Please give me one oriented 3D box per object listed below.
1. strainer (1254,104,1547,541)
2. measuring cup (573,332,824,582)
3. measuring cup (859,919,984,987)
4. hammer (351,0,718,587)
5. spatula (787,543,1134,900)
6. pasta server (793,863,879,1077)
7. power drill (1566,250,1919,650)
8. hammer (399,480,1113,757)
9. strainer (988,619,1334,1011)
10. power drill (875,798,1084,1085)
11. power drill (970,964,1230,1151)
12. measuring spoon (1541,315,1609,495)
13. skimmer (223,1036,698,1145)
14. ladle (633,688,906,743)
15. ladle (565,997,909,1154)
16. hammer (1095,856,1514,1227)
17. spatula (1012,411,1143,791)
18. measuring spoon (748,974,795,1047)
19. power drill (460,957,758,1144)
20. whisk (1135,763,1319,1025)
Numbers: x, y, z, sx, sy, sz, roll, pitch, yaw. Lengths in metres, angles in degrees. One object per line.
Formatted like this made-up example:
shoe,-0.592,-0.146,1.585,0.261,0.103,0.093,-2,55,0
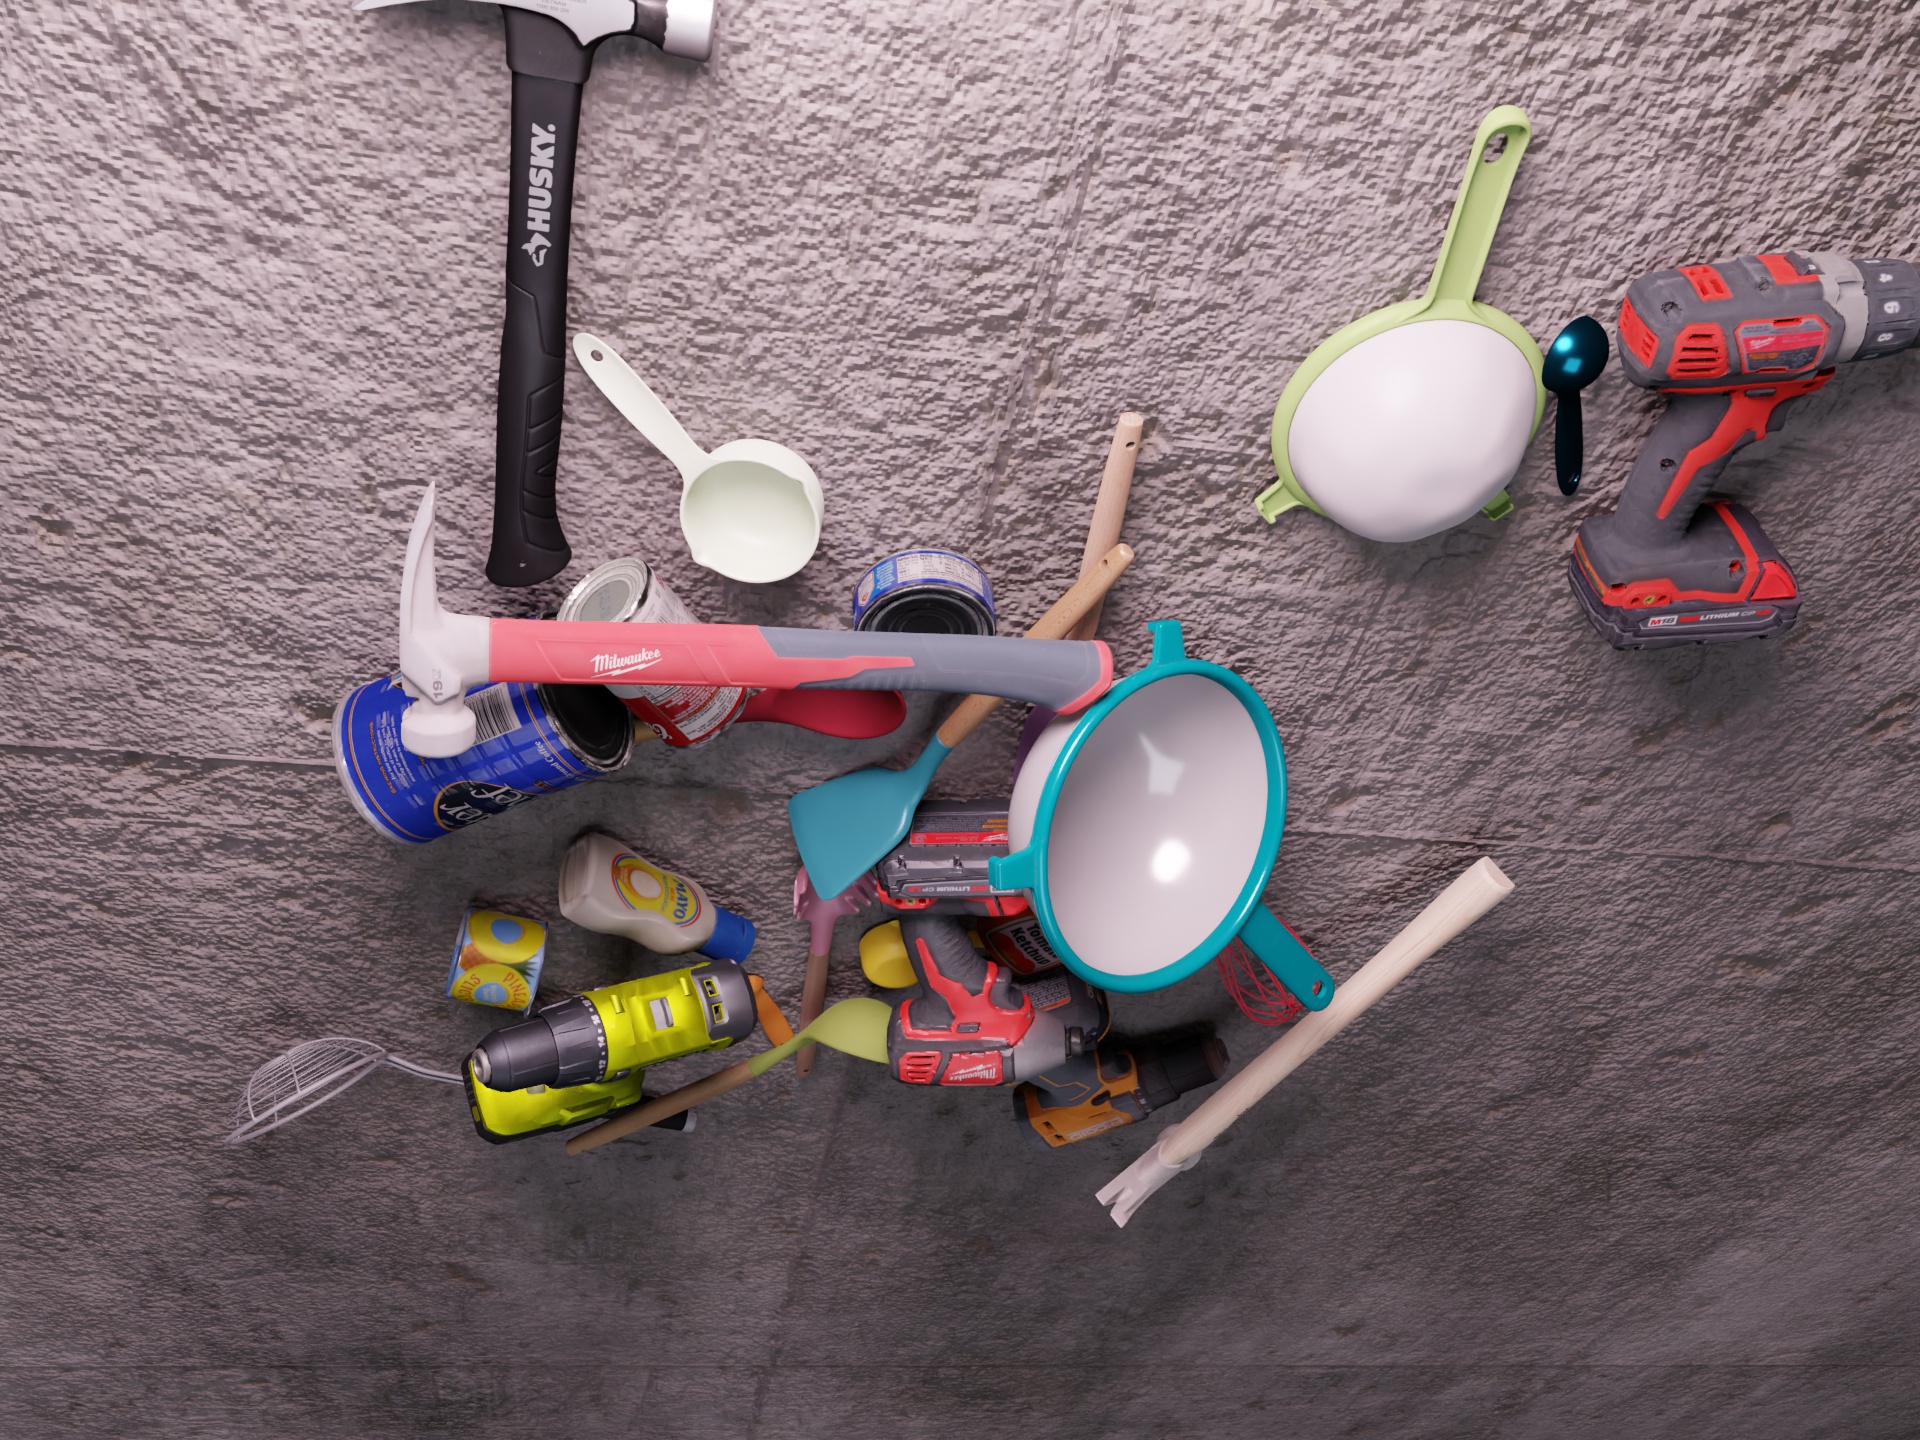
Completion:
strainer,0.251,-0.181,0.818,0.151,0.069,0.256,-1,139,-5
measuring cup,-0.140,-0.147,0.848,0.083,0.038,0.167,-32,115,26
measuring cup,0.002,0.177,1.209,0.156,0.029,0.062,-3,137,-4
hammer,-0.210,-0.199,0.764,0.146,0.035,0.334,6,133,-13
spatula,-0.002,-0.003,0.986,0.044,0.082,0.317,6,139,-41
pasta server,-0.108,0.194,1.211,0.060,0.040,0.316,-5,140,-15
power drill,0.441,-0.151,0.870,0.188,0.080,0.226,-5,134,-1
hammer,-0.099,-0.048,0.861,0.386,0.038,0.143,1,118,-17
strainer,0.139,0.094,1.045,0.340,0.095,0.211,44,74,-37
power drill,0.014,0.165,1.113,0.143,0.079,0.219,-1,121,5
power drill,0.106,0.265,1.282,0.185,0.084,0.226,-22,139,12
measuring spoon,0.341,-0.165,0.872,0.042,0.021,0.128,-40,141,-11
skimmer,-0.389,0.322,1.279,0.363,0.090,0.127,17,149,-24
ladle,-0.189,0.005,1.005,0.315,0.031,0.069,-9,135,7
ladle,-0.181,0.294,1.251,0.320,0.062,0.078,-26,160,18
hammer,0.261,0.249,1.224,0.410,0.038,0.146,-50,162,28
spatula,0.077,-0.057,0.972,0.059,0.018,0.315,-7,139,-14
measuring spoon,-0.153,0.239,1.272,0.021,0.011,0.116,-11,137,6
power drill,-0.273,0.239,1.133,0.190,0.080,0.228,-9,164,-36
whisk,0.193,0.130,1.162,0.073,0.073,0.295,-22,128,17
